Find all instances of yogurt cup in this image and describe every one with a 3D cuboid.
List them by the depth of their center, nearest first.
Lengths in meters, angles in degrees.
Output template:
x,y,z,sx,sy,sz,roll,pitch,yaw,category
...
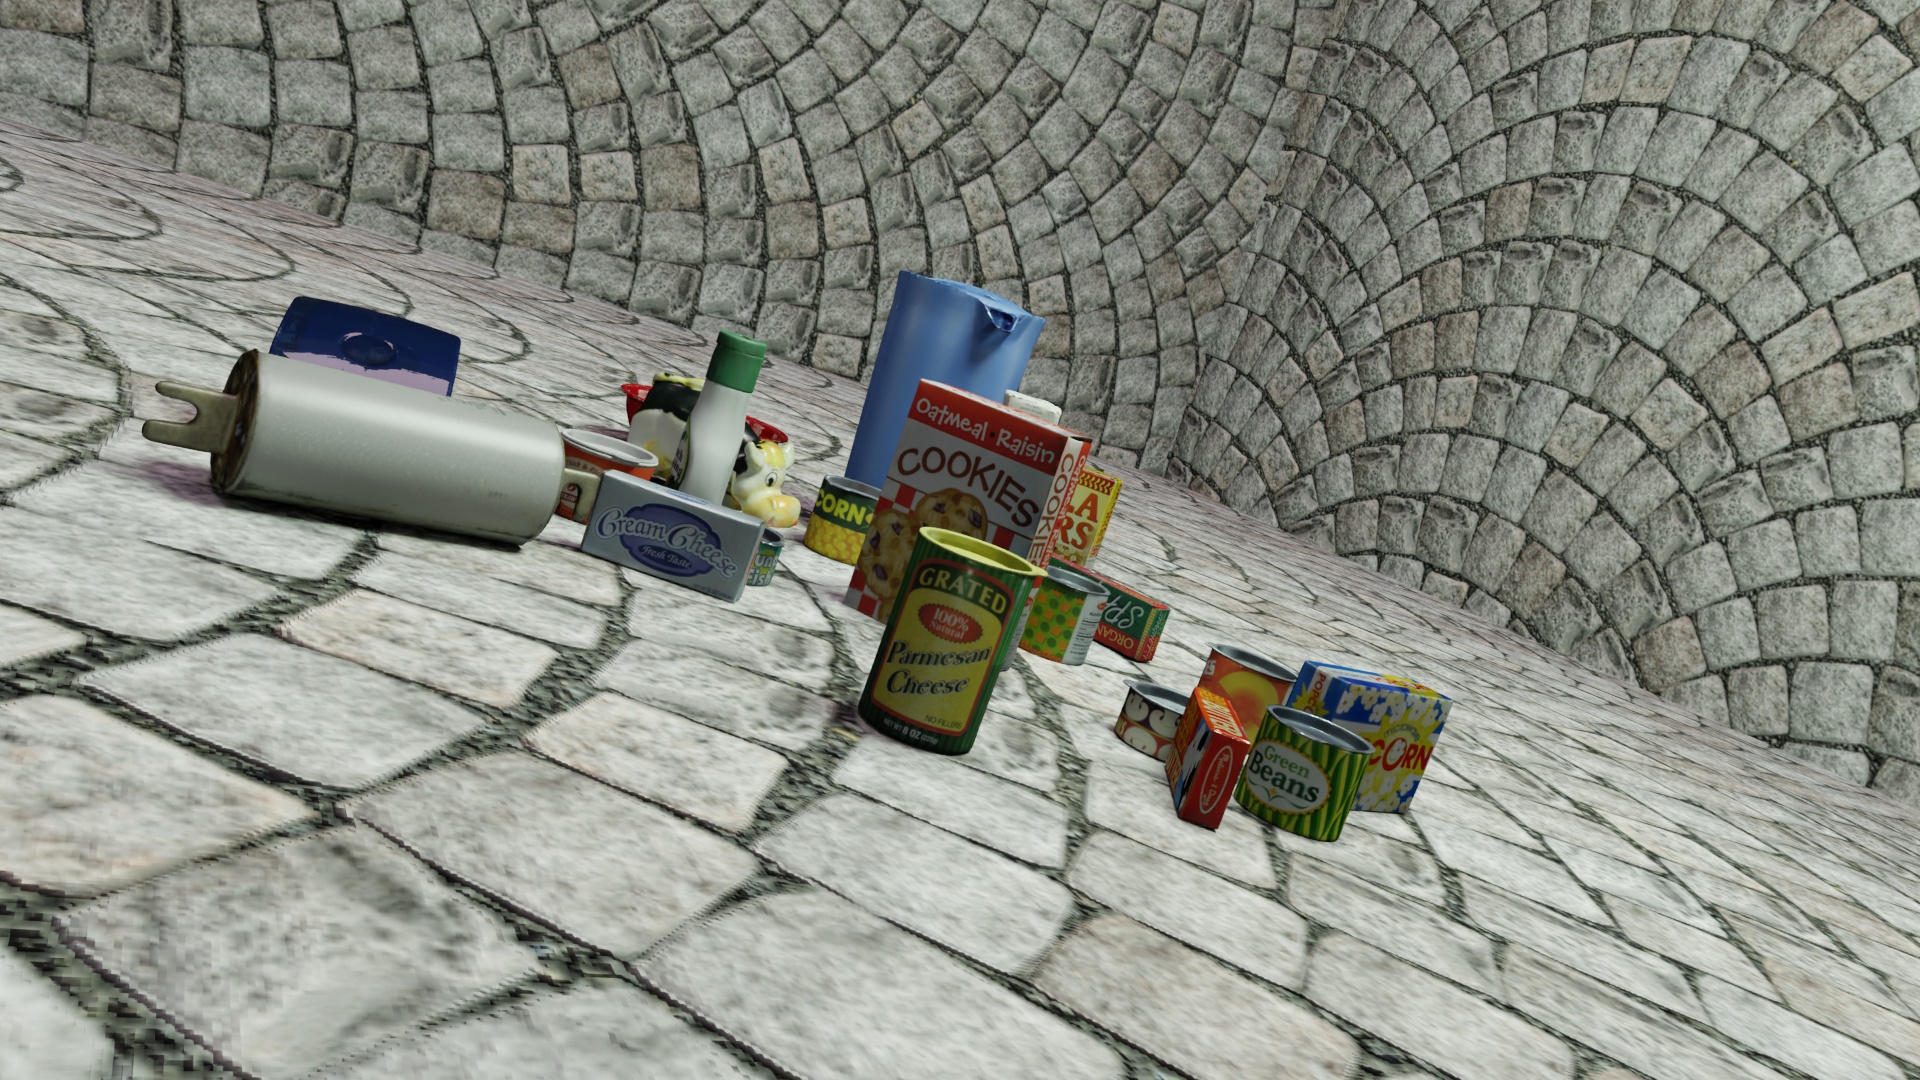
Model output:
x,y,z,sx,sy,sz,roll,pitch,yaw,category
-0.247,-0.041,0.950,0.072,0.054,0.072,19,8,-3,yogurt cup

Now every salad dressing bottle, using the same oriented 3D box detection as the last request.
x,y,z,sx,sy,sz,roll,pitch,yaw,category
-0.183,-0.081,1.031,0.044,0.147,0.064,17,8,-18,salad dressing bottle

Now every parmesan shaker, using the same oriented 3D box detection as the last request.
x,y,z,sx,sy,sz,roll,pitch,yaw,category
-0.005,0.053,0.729,0.071,0.103,0.071,19,8,-3,parmesan shaker

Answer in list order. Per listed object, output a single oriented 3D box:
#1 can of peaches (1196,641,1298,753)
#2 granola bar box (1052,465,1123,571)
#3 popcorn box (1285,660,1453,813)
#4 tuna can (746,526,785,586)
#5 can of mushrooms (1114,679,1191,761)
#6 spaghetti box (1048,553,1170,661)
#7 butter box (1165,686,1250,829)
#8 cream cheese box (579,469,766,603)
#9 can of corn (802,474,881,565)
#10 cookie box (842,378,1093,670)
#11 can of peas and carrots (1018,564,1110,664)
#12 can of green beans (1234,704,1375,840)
x,y,z,sx,sy,sz,roll,pitch,yaw,category
0.194,0.110,0.969,0.071,0.058,0.071,19,8,-3,can of peaches
0.053,-0.028,1.300,0.166,0.124,0.039,22,8,15,granola bar box
0.256,0.128,0.899,0.127,0.085,0.038,13,10,-40,popcorn box
-0.153,0.005,0.939,0.071,0.032,0.071,19,8,-3,tuna can
0.131,0.115,0.875,0.071,0.033,0.071,19,8,-3,can of mushrooms
0.070,0.034,1.199,0.250,0.050,0.029,26,10,38,spaghetti box
0.139,0.121,0.789,0.024,0.053,0.103,20,8,2,butter box
-0.179,-0.003,0.864,0.104,0.053,0.024,19,8,-3,cream cheese box
-0.090,-0.015,1.127,0.071,0.058,0.071,19,8,-3,can of corn
0.003,-0.012,0.942,0.123,0.167,0.040,24,9,28,cookie box
0.070,0.054,1.044,0.071,0.058,0.071,19,8,-3,can of peas and carrots
0.202,0.136,0.818,0.071,0.057,0.071,19,8,-3,can of green beans
